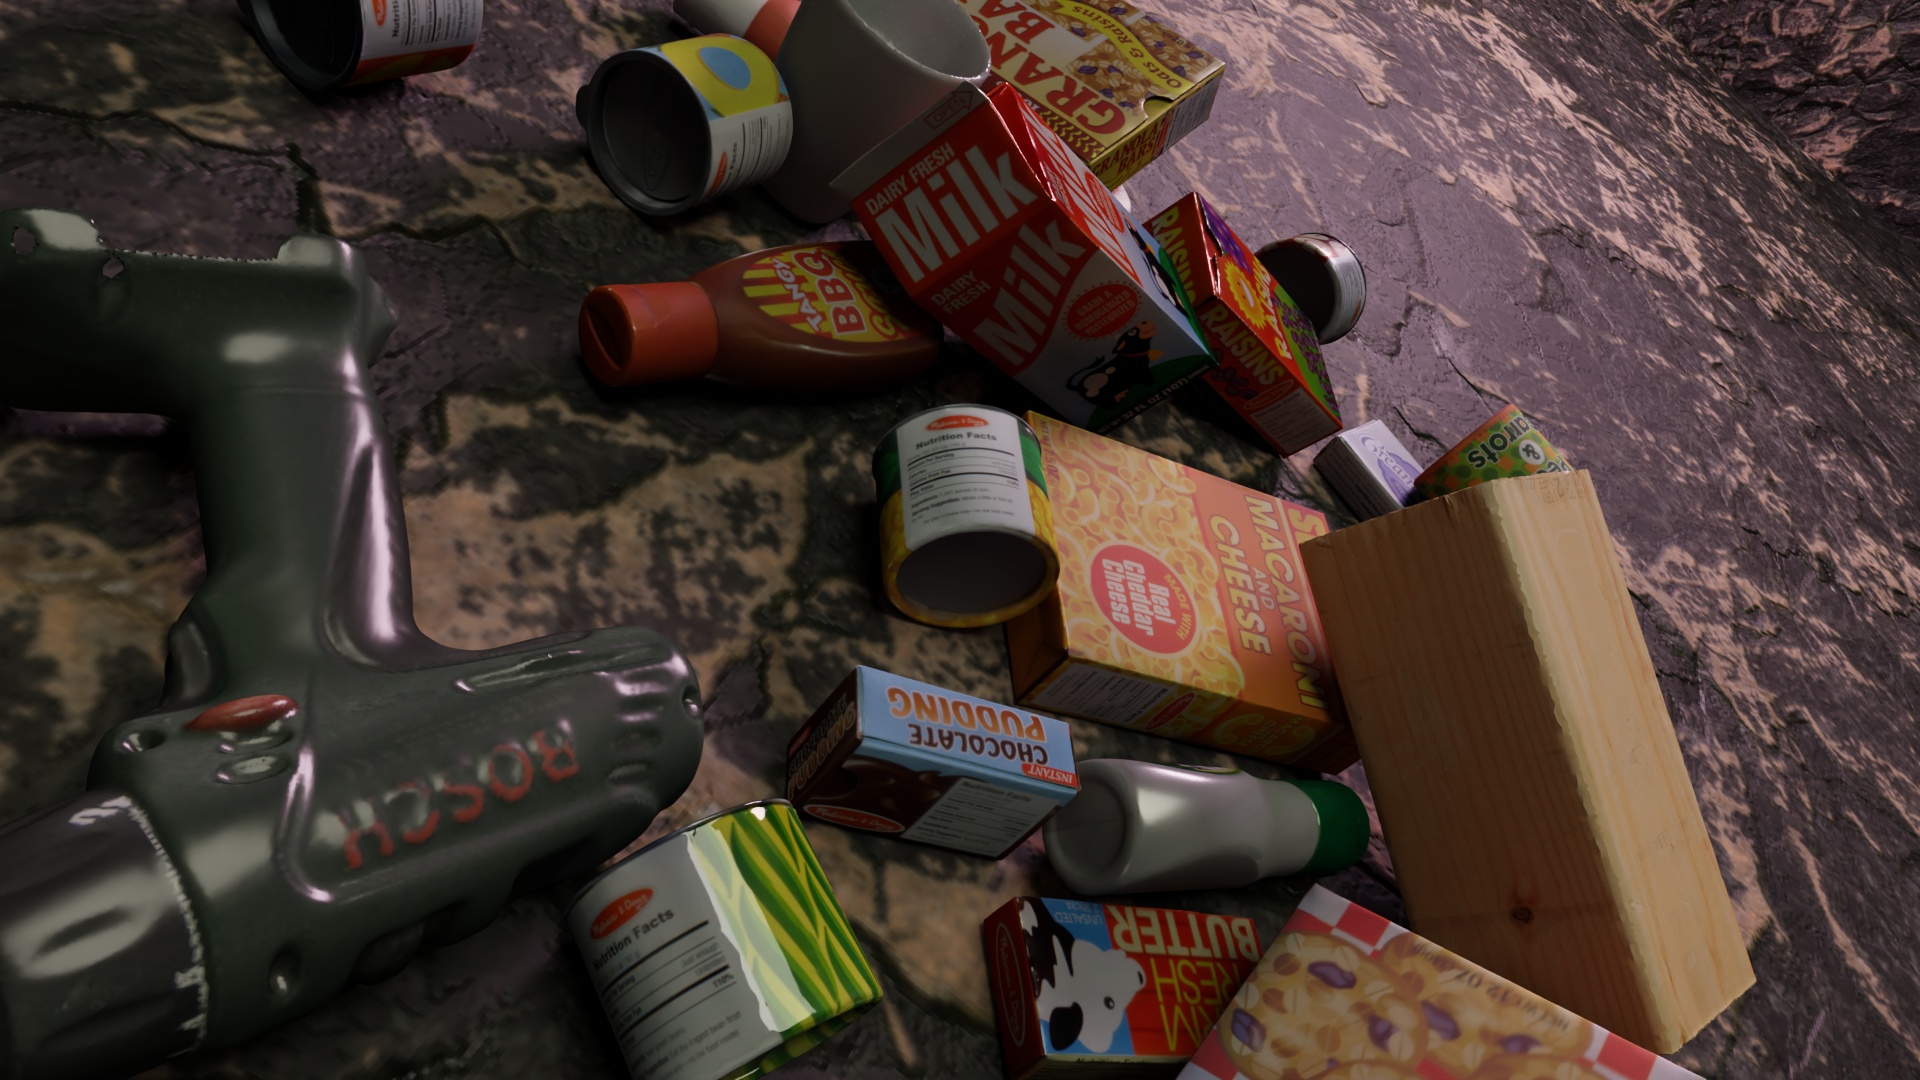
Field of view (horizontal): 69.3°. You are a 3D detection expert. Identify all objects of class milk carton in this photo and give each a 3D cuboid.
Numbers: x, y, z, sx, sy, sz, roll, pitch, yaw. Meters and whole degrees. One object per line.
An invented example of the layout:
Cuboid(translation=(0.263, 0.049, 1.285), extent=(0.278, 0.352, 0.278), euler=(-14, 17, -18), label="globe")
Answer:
Cuboid(translation=(0.030, -0.123, 0.595), extent=(0.190, 0.072, 0.074), euler=(29, 36, -48), label="milk carton")

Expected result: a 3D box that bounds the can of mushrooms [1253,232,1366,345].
Cuboid(translation=(0.195, -0.143, 0.803), extent=(0.033, 0.070, 0.071), euler=(-23, 71, -47), label="can of mushrooms")

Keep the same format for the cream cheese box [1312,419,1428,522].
Cuboid(translation=(0.242, -0.017, 0.757), extent=(0.053, 0.024, 0.104), euler=(-19, 68, -48), label="cream cheese box")

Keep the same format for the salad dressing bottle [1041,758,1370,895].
Cuboid(translation=(0.095, 0.104, 0.505), extent=(0.148, 0.064, 0.044), euler=(11, 65, -43), label="salad dressing bottle")

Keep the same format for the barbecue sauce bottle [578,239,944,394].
Cuboid(translation=(-0.077, -0.086, 0.547), extent=(0.149, 0.043, 0.065), euler=(-15, 67, -45), label="barbecue sauce bottle")

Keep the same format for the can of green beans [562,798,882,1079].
Cuboid(translation=(-0.062, 0.110, 0.365), extent=(0.071, 0.071, 0.058), euler=(-11, 63, -44), label="can of green beans")

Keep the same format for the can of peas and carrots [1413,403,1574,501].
Cuboid(translation=(0.282, -0.030, 0.726), extent=(0.059, 0.070, 0.071), euler=(52, 40, 12), label="can of peas and carrots")

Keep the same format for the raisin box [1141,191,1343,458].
Cuboid(translation=(0.146, -0.111, 0.725), extent=(0.123, 0.040, 0.086), euler=(36, 37, -36), label="raisin box")

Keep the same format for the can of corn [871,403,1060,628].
Cuboid(translation=(0.002, -0.007, 0.524), extent=(0.071, 0.070, 0.058), euler=(16, 47, -28), label="can of corn")

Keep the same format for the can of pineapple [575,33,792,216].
Cuboid(translation=(-0.114, -0.176, 0.581), extent=(0.071, 0.070, 0.058), euler=(45, 39, 4), label="can of pineapple")

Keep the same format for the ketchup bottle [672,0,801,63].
Cuboid(translation=(-0.070, -0.231, 0.685), extent=(0.149, 0.043, 0.065), euler=(33, 38, -9), label="ketchup bottle")

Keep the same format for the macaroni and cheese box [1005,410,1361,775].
Cuboid(translation=(0.095, 0.024, 0.589), extent=(0.166, 0.040, 0.124), euler=(17, 47, -27), label="macaroni and cheese box")

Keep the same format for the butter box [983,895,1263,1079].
Cuboid(translation=(0.059, 0.149, 0.459), extent=(0.103, 0.024, 0.053), euler=(13, 48, -30), label="butter box")

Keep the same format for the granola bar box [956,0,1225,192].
Cuboid(translation=(0.039, -0.257, 0.743), extent=(0.166, 0.038, 0.125), euler=(38, 58, 17), label="granola bar box")

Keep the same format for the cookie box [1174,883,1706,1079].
Cuboid(translation=(0.114, 0.190, 0.385), extent=(0.123, 0.040, 0.168), euler=(23, 45, 31), label="cookie box")

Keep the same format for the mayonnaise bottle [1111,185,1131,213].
Cuboid(translation=(0.060, -0.188, 0.751), extent=(0.065, 0.041, 0.149), euler=(3, 52, -29), label="mayonnaise bottle")

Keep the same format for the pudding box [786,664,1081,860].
Cuboid(translation=(-0.009, 0.074, 0.453), extent=(0.084, 0.049, 0.030), euler=(18, 44, -26), label="pudding box")

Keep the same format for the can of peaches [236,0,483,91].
Cuboid(translation=(-0.225, -0.207, 0.521), extent=(0.071, 0.071, 0.058), euler=(46, 40, 5), label="can of peaches")
